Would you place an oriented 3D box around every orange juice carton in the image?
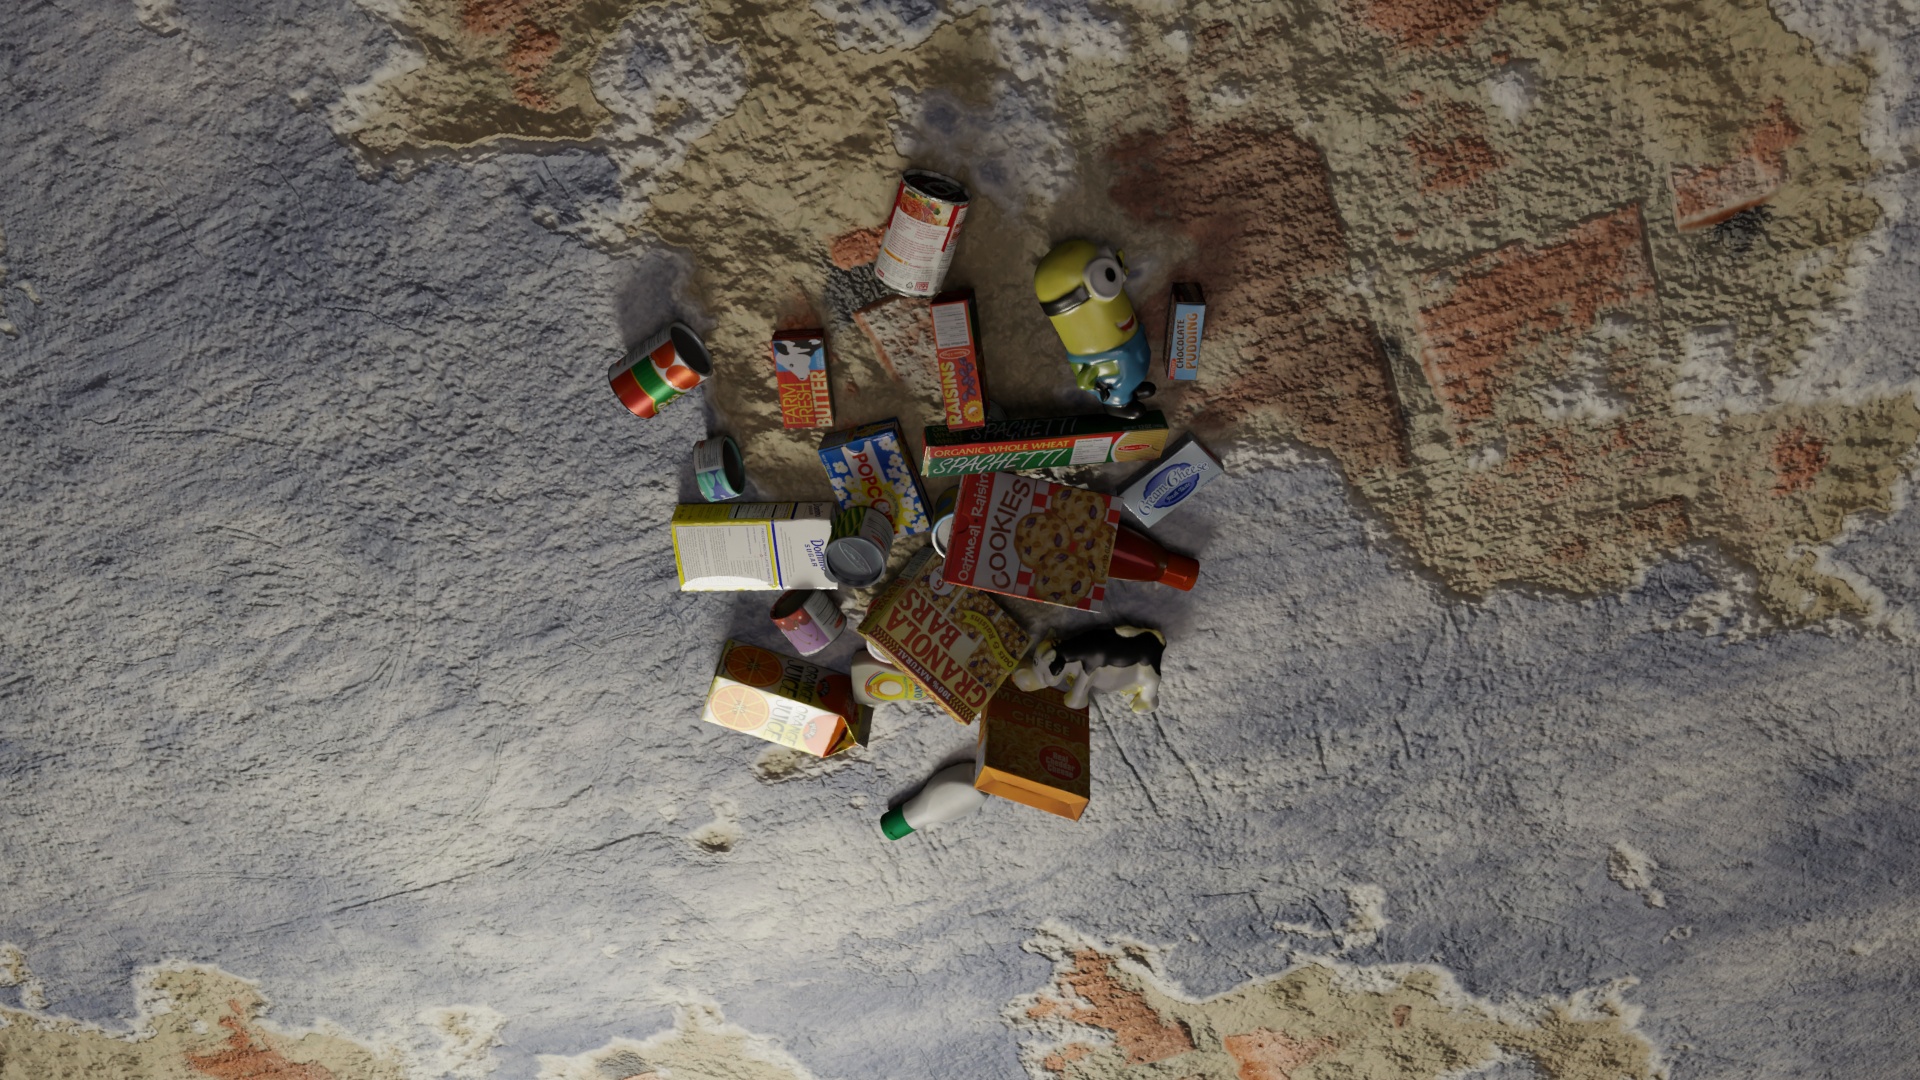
[{"bbox_3d":[-0.195,0.189,1.616,0.193,0.072,0.072,19,123,-7],"label":"orange juice carton"}]

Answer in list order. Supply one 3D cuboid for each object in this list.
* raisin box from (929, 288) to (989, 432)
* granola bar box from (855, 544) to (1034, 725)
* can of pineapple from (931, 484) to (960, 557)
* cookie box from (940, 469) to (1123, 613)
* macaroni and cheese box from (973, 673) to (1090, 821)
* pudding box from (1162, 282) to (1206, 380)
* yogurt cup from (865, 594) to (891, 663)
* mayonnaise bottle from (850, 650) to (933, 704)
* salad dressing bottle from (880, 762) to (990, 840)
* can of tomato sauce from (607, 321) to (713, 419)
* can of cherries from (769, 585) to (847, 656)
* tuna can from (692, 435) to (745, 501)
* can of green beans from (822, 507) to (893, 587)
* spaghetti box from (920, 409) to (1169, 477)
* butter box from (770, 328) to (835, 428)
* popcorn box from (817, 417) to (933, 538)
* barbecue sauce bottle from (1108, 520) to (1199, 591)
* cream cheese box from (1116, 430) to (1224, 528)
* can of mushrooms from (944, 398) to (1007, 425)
[{"bbox_3d":[0.000,-0.176,1.343,0.040,0.086,0.123,-7,107,6],"label":"raisin box"},{"bbox_3d":[-0.015,0.105,1.527,0.165,0.039,0.124,44,75,-22],"label":"granola bar box"},{"bbox_3d":[0.005,-0.019,1.476,0.071,0.058,0.070,2,122,3],"label":"can of pineapple"},{"bbox_3d":[0.073,-0.002,1.426,0.167,0.040,0.123,12,87,-11],"label":"cookie box"},{"bbox_3d":[0.082,0.228,1.563,0.124,0.167,0.040,20,122,-8],"label":"macaroni and cheese box"},{"bbox_3d":[0.217,-0.203,1.348,0.030,0.050,0.083,3,123,1],"label":"pudding box"},{"bbox_3d":[-0.076,0.101,1.561,0.072,0.054,0.072,2,122,4],"label":"yogurt cup"},{"bbox_3d":[-0.050,0.159,1.603,0.148,0.041,0.064,0,121,5],"label":"mayonnaise bottle"},{"bbox_3d":[-0.033,0.324,1.708,0.147,0.044,0.064,-31,117,23],"label":"salad dressing bottle"},{"bbox_3d":[-0.300,-0.170,1.398,0.083,0.071,0.071,-31,116,21],"label":"can of tomato sauce"},{"bbox_3d":[-0.172,0.087,1.552,0.071,0.072,0.058,-27,117,20],"label":"can of cherries"},{"bbox_3d":[-0.252,-0.074,1.456,0.033,0.071,0.070,-11,121,11],"label":"tuna can"},{"bbox_3d":[-0.106,0.007,1.454,0.071,0.058,0.071,3,124,5],"label":"can of green beans"},{"bbox_3d":[0.083,-0.098,1.391,0.250,0.029,0.050,-5,145,-11],"label":"spaghetti box"},{"bbox_3d":[-0.159,-0.164,1.416,0.053,0.024,0.103,-2,122,5],"label":"butter box"},{"bbox_3d":[-0.088,-0.061,1.469,0.085,0.038,0.126,-13,121,13],"label":"popcorn box"},{"bbox_3d":[0.183,0.015,1.494,0.148,0.044,0.064,19,113,-8],"label":"barbecue sauce bottle"},{"bbox_3d":[0.218,-0.063,1.452,0.103,0.024,0.053,-39,111,24],"label":"cream cheese box"},{"bbox_3d":[0.014,-0.111,1.432,0.071,0.034,0.070,1,123,2],"label":"can of mushrooms"}]
